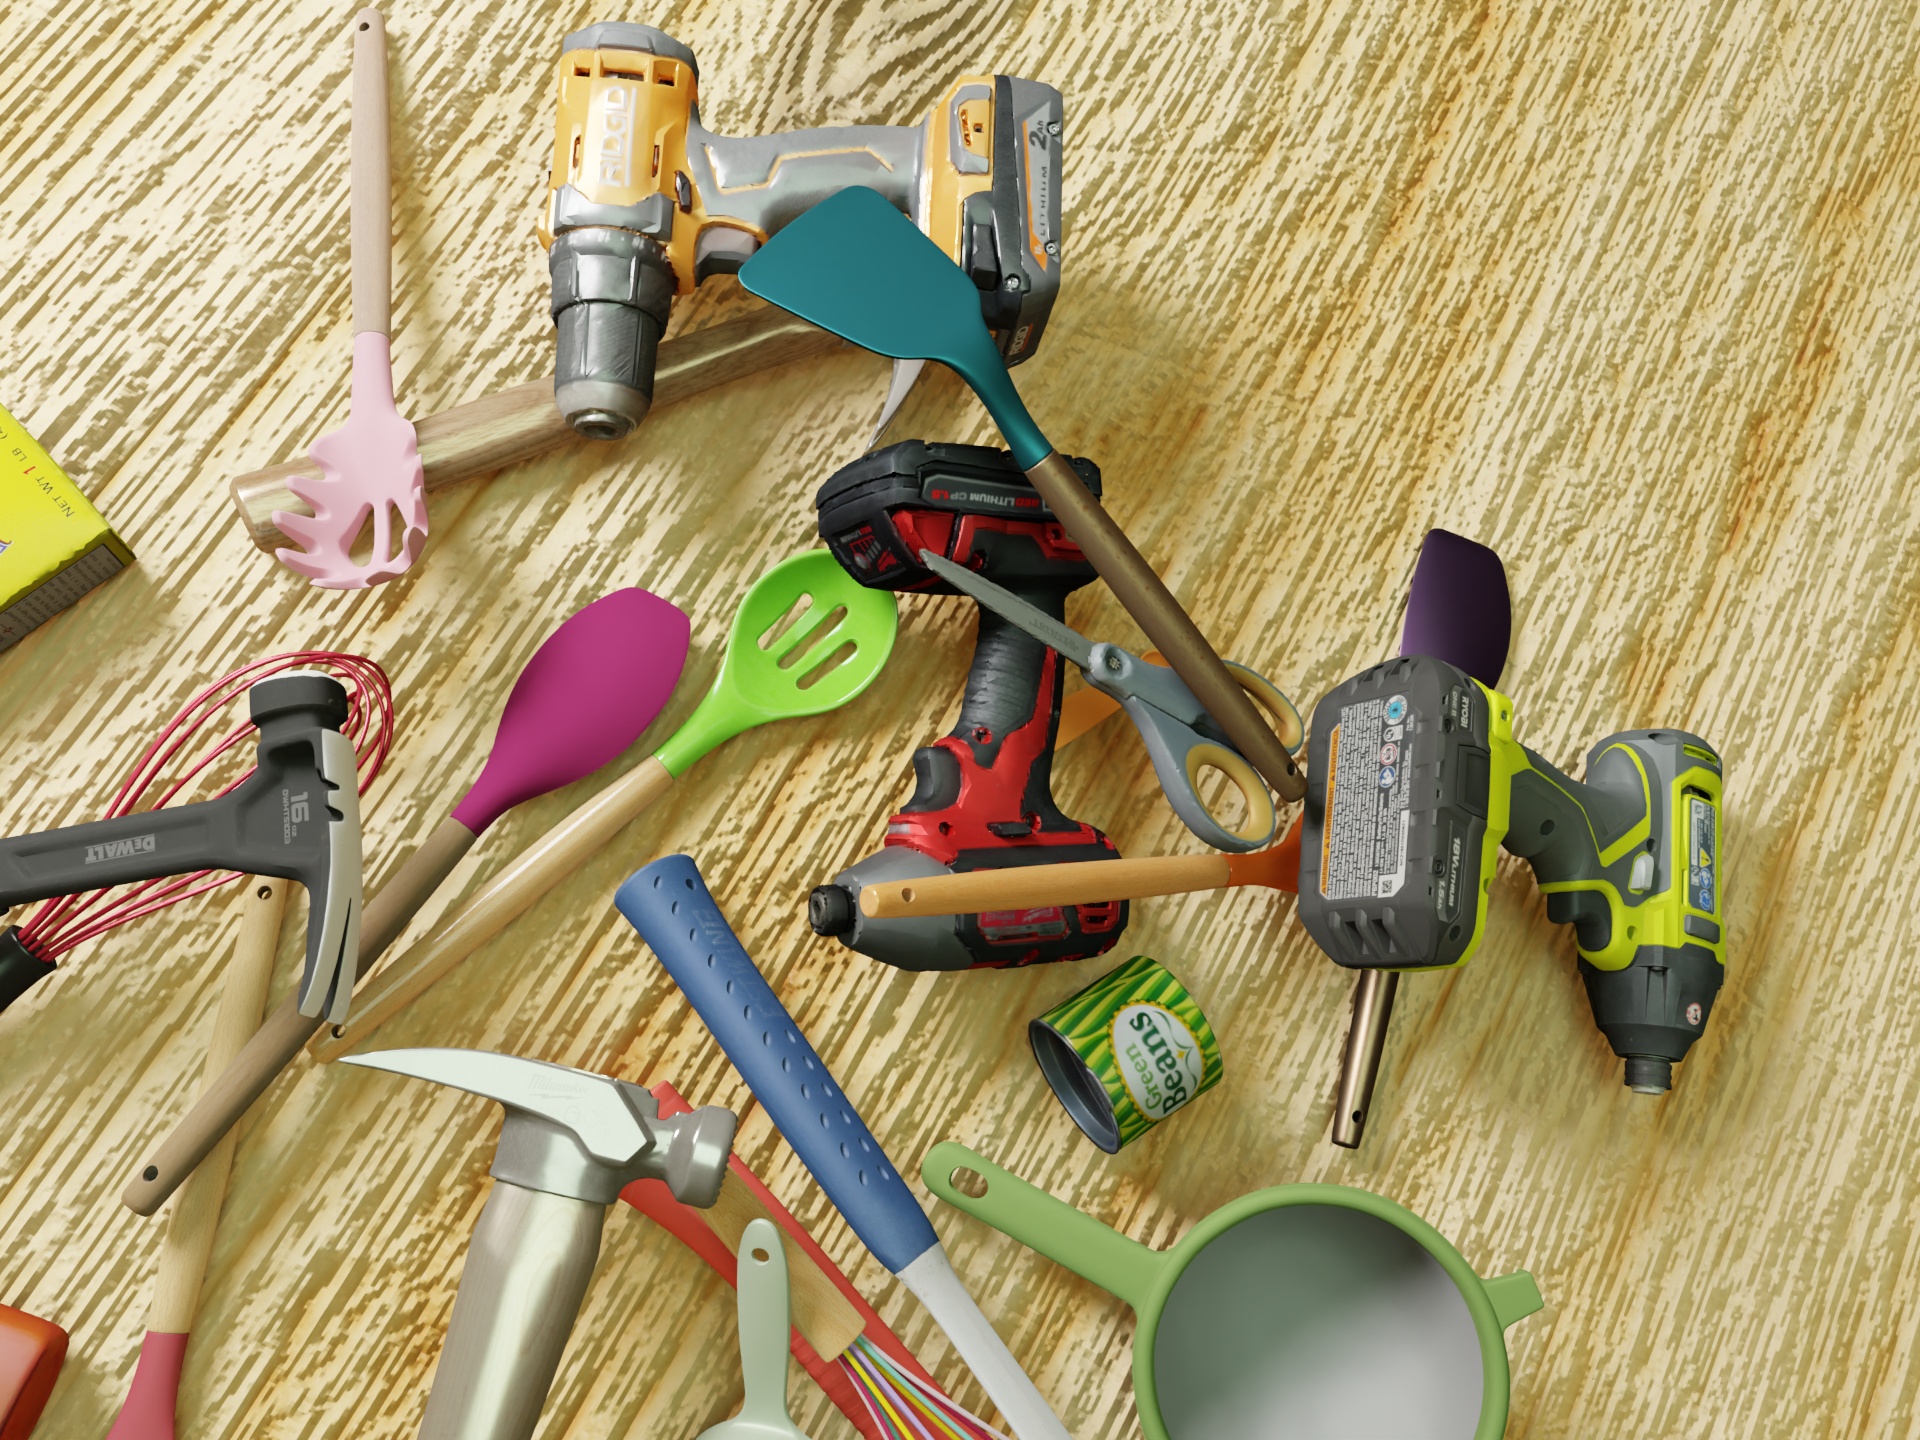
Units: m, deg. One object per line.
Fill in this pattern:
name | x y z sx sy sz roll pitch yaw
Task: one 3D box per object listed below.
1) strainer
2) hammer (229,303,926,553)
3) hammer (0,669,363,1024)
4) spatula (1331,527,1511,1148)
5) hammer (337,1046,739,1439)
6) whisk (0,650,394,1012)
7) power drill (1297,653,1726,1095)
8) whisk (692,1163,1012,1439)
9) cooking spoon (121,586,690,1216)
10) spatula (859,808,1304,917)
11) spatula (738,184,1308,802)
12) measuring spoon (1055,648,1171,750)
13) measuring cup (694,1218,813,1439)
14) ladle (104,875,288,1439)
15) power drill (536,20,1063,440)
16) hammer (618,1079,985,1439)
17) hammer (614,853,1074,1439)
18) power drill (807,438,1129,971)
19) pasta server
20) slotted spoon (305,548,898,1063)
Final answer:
strainer | 0.101 0.245 0.680 0.256 0.069 0.151 26 86 10
hammer | -0.161 -0.148 0.729 0.331 0.031 0.130 -24 82 -17
hammer | -0.385 0.071 0.577 0.337 0.034 0.127 -10 74 1
spatula | 0.221 0.051 0.773 0.059 0.018 0.316 21 72 -10
hammer | -0.201 0.320 0.540 0.146 0.038 0.411 16 75 -6
whisk | -0.345 0.074 0.620 0.296 0.073 0.073 -42 88 -13
power drill | 0.263 0.070 0.724 0.223 0.080 0.171 18 71 -29
whisk | -0.030 0.258 0.619 0.245 0.051 0.047 47 38 5
cooking spoon | -0.221 0.064 0.653 0.069 0.017 0.319 28 67 20
spatula | 0.100 0.063 0.683 0.322 0.041 0.081 -1 72 -36
spatula | 0.043 -0.085 0.655 0.317 0.044 0.082 50 56 -14
measuring spoon | 0.052 -0.001 0.754 0.117 0.011 0.021 -29 89 -14
measuring cup | -0.079 0.269 0.598 0.083 0.038 0.167 5 106 13
ladle | -0.301 0.208 0.613 0.069 0.031 0.316 10 73 -13
power drill | -0.072 -0.208 0.707 0.226 0.084 0.185 4 76 -7
hammer | -0.008 0.287 0.653 0.149 0.036 0.359 -41 88 -18
hammer | -0.013 0.219 0.614 0.406 0.035 0.144 51 32 17
power drill | -0.001 -0.002 0.685 0.143 0.078 0.220 0 85 -30
pasta server | -0.259 -0.192 0.693 0.060 0.040 0.316 -9 68 2
slotted spoon | -0.151 0.035 0.689 0.314 0.031 0.070 -42 88 -17
